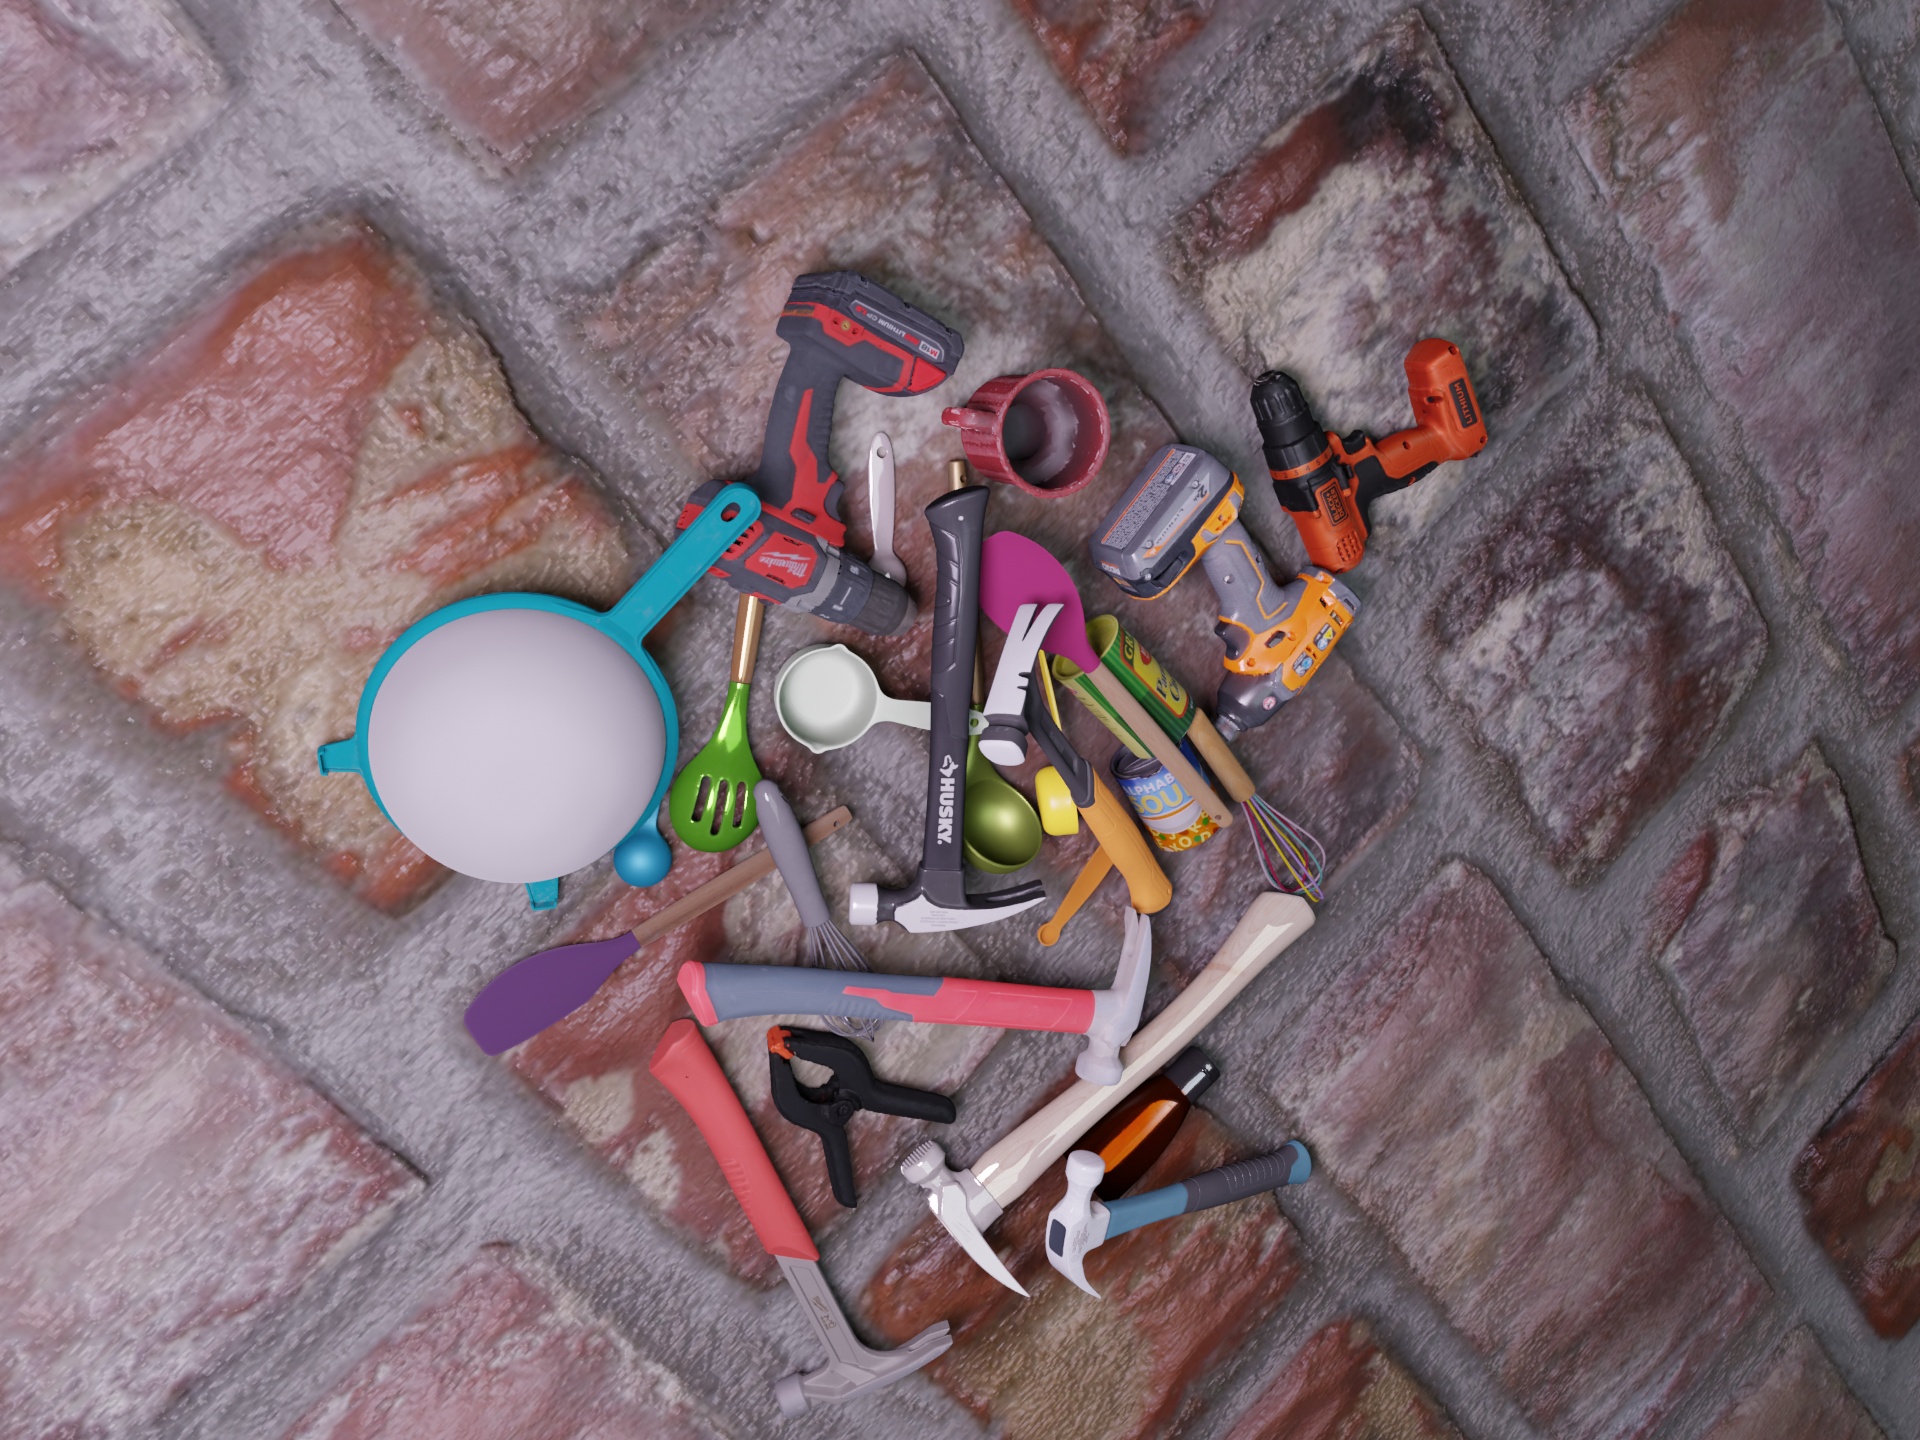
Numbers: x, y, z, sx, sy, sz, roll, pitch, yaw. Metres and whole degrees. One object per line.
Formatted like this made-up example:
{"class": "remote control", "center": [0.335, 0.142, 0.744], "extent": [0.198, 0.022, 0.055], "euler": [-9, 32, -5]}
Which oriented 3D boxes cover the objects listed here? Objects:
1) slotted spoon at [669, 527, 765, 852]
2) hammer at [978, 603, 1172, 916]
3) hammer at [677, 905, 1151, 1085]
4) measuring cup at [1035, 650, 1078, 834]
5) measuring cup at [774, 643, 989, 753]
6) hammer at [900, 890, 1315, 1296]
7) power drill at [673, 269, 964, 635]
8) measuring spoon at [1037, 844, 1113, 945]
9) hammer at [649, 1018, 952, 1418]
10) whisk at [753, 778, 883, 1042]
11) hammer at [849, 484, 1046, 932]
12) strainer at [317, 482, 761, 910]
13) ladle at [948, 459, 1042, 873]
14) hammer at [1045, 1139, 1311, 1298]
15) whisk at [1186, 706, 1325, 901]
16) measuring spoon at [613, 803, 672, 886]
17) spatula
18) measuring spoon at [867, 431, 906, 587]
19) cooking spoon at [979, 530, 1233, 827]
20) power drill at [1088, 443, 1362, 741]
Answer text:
{"class": "slotted spoon", "center": [-0.157, -0.054, 1.150], "extent": [0.070, 0.031, 0.314], "euler": [8, 97, -16]}
{"class": "hammer", "center": [0.102, 0.053, 1.221], "extent": [0.336, 0.034, 0.127], "euler": [54, 44, -48]}
{"class": "hammer", "center": [-0.024, 0.196, 1.202], "extent": [0.386, 0.038, 0.143], "euler": [10, 94, -30]}
{"class": "measuring cup", "center": [0.067, 0.016, 1.262], "extent": [0.029, 0.062, 0.156], "euler": [-11, 95, 0]}
{"class": "measuring cup", "center": [-0.058, -0.013, 1.187], "extent": [0.167, 0.038, 0.083], "euler": [9, 101, -19]}
{"class": "hammer", "center": [0.150, 0.296, 1.338], "extent": [0.410, 0.038, 0.146], "euler": [-39, 92, -13]}
{"class": "power drill", "center": [-0.080, -0.179, 1.118], "extent": [0.187, 0.080, 0.227], "euler": [24, 88, -33]}
{"class": "measuring spoon", "center": [0.100, 0.137, 1.322], "extent": [0.021, 0.011, 0.117], "euler": [41, 80, -26]}
{"class": "hammer", "center": [-0.137, 0.383, 1.240], "extent": [0.149, 0.037, 0.358], "euler": [-24, 109, -3]}
{"class": "whisk", "center": [-0.108, 0.146, 1.196], "extent": [0.055, 0.055, 0.238], "euler": [-27, 115, -17]}
{"class": "hammer", "center": [-0.002, -0.004, 1.156], "extent": [0.146, 0.035, 0.334], "euler": [2, 107, -5]}
{"class": "strainer", "center": [-0.245, -0.015, 1.029], "extent": [0.340, 0.095, 0.210], "euler": [-45, 116, 11]}
{"class": "ladle", "center": [0.017, -0.038, 1.218], "extent": [0.078, 0.062, 0.320], "euler": [-14, 105, -39]}
{"class": "hammer", "center": [0.195, 0.404, 1.356], "extent": [0.330, 0.033, 0.128], "euler": [1, 107, -43]}
{"class": "whisk", "center": [0.247, 0.073, 1.342], "extent": [0.244, 0.051, 0.047], "euler": [51, 51, -32]}
{"class": "measuring spoon", "center": [-0.225, 0.059, 1.143], "extent": [0.042, 0.021, 0.128], "euler": [5, 97, -8]}
{"class": "spatula", "center": [-0.217, 0.146, 1.172], "extent": [0.316, 0.018, 0.059], "euler": [-30, 120, -15]}
{"class": "measuring spoon", "center": [-0.056, -0.151, 1.179], "extent": [0.034, 0.018, 0.124], "euler": [-7, 104, -23]}
{"class": "cooking spoon", "center": [0.115, -0.024, 1.208], "extent": [0.069, 0.017, 0.318], "euler": [-32, 117, 23]}
{"class": "power drill", "center": [0.209, -0.095, 1.280], "extent": [0.226, 0.084, 0.164], "euler": [40, 86, -30]}
